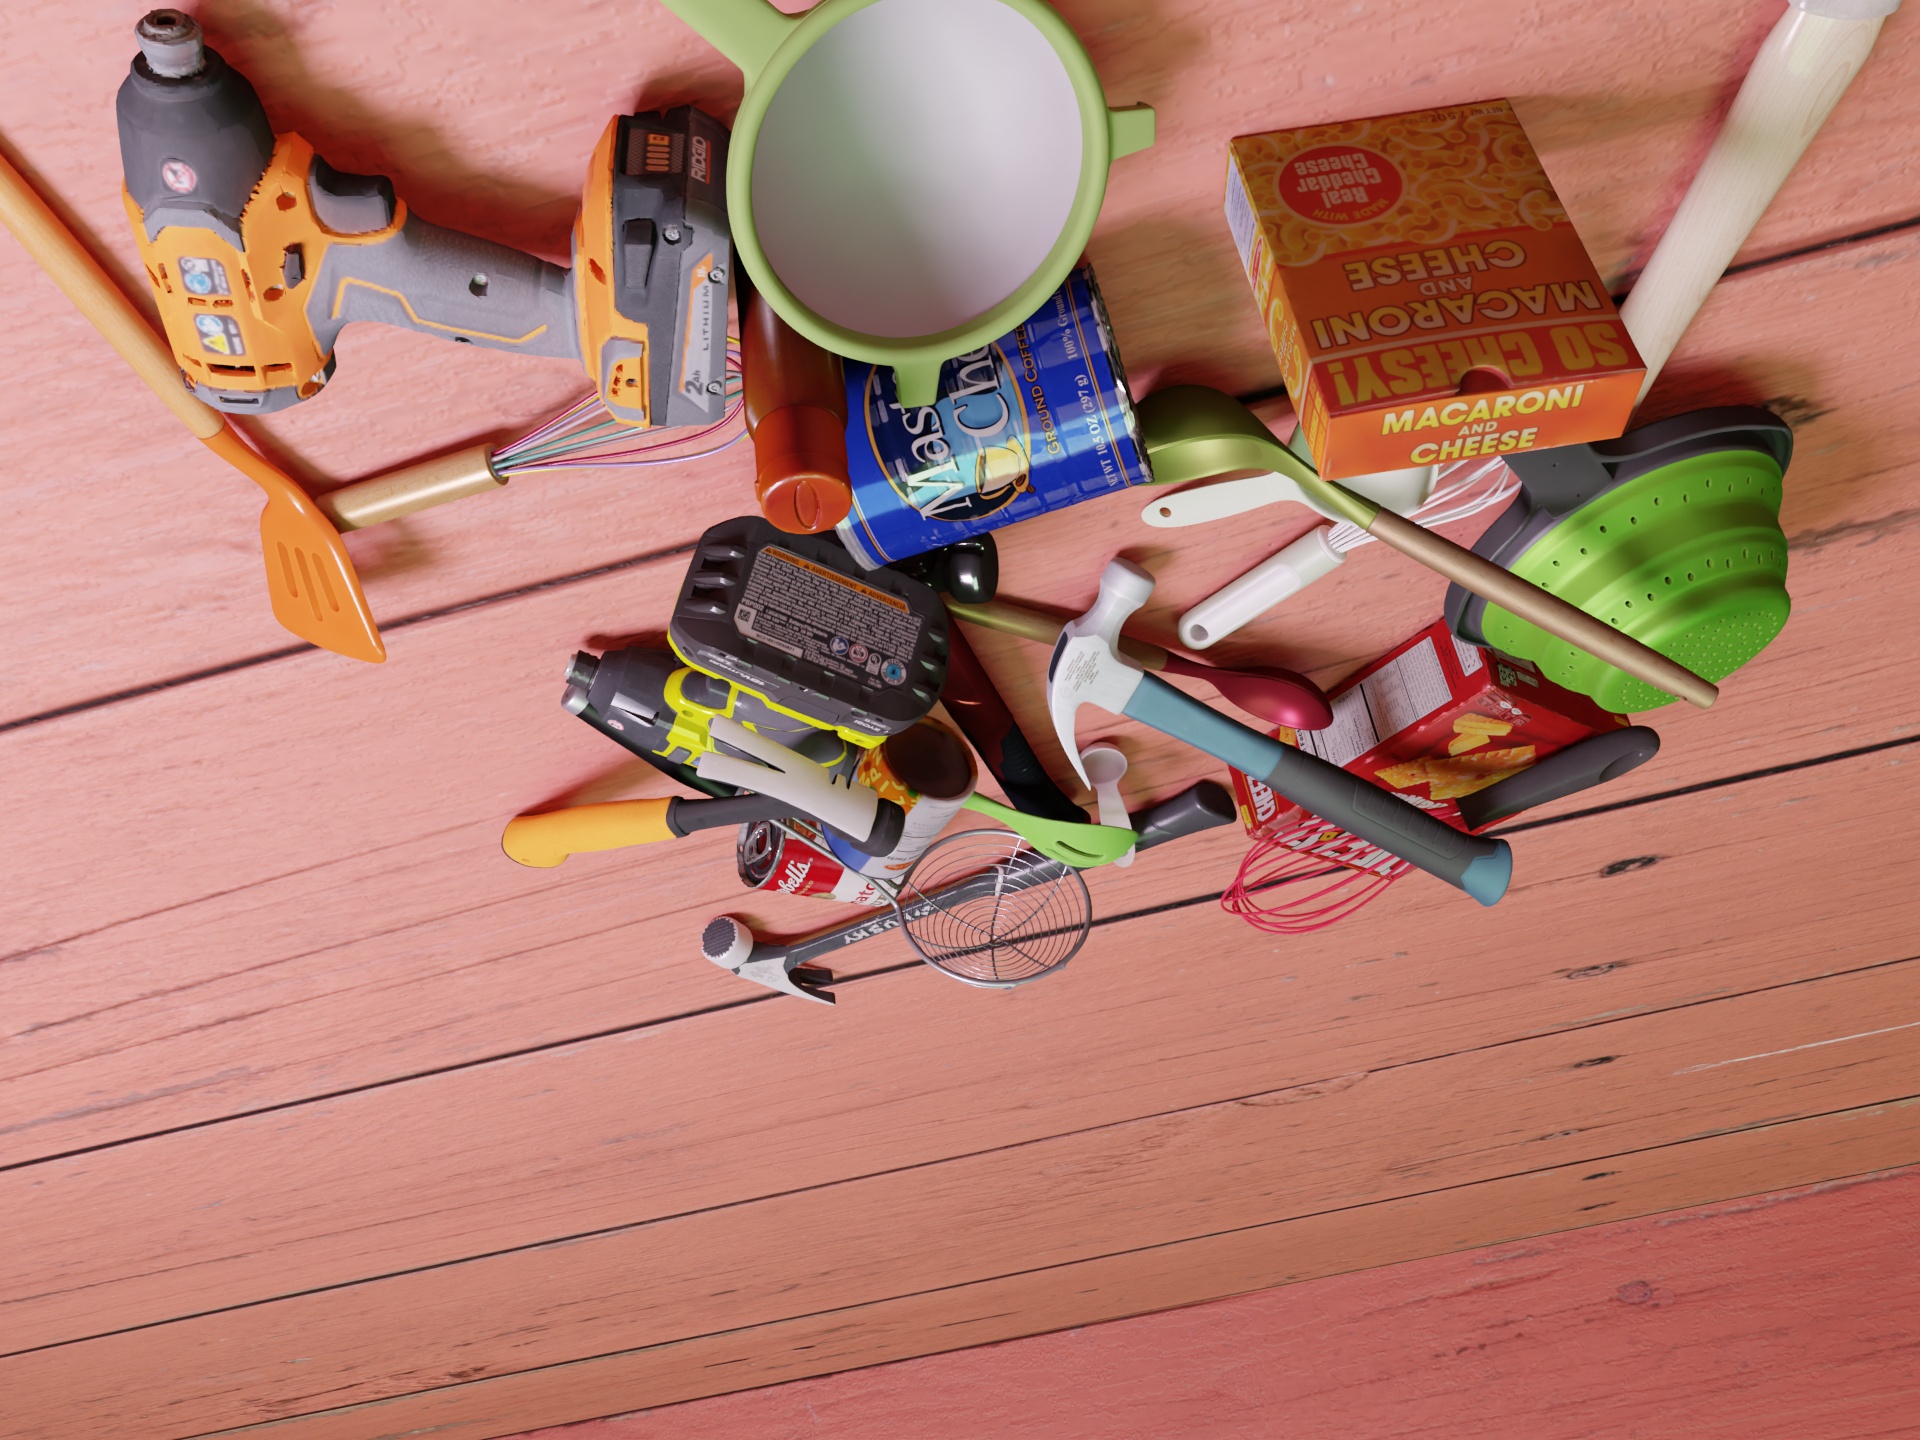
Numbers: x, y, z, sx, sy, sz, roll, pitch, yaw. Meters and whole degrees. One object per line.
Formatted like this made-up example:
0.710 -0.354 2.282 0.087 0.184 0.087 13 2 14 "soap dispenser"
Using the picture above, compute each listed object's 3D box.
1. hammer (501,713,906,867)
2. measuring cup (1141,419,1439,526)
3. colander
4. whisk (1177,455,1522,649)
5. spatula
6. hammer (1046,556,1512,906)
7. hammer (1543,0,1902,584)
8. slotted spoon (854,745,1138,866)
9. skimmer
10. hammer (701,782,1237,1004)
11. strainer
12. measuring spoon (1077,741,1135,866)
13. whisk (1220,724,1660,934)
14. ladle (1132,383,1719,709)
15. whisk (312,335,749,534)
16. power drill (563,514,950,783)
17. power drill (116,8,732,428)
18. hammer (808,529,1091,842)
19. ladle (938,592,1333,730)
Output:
-0.185 0.056 0.936 0.127 0.034 0.337 29 154 -36 "hammer"
0.172 -0.134 0.841 0.167 0.038 0.083 -10 126 37 "measuring cup"
0.334 -0.089 0.810 0.204 0.095 0.396 -35 149 24 "colander"
0.214 -0.102 0.889 0.057 0.059 0.246 48 130 -10 "whisk"
-0.349 -0.139 0.698 0.081 0.041 0.322 18 153 26 "spatula"
0.199 0.029 0.960 0.331 0.033 0.128 26 109 -15 "hammer"
0.332 -0.201 0.774 0.146 0.038 0.410 -3 147 -7 "hammer"
-0.027 0.039 1.010 0.313 0.031 0.070 21 159 -18 "slotted spoon"
-0.075 0.059 0.997 0.363 0.127 0.090 34 131 -27 "skimmer"
0.013 0.131 1.205 0.409 0.036 0.149 -21 146 18 "hammer"
-0.059 -0.241 0.587 0.256 0.069 0.151 30 111 -36 "strainer"
0.105 0.058 1.108 0.034 0.018 0.124 -12 133 6 "measuring spoon"
0.307 0.069 1.032 0.296 0.073 0.073 -24 144 14 "whisk"
0.222 -0.077 0.786 0.320 0.062 0.078 29 175 4 "ladle"
-0.202 -0.132 0.756 0.245 0.051 0.047 -14 126 14 "whisk"
-0.113 -0.022 0.849 0.171 0.080 0.223 22 157 -17 "power drill"
-0.204 -0.192 0.622 0.226 0.084 0.164 1 145 -9 "power drill"
-0.002 -0.003 0.981 0.143 0.038 0.385 0 154 19 "hammer"
0.100 -0.042 0.968 0.315 0.031 0.069 14 165 -26 "ladle"
